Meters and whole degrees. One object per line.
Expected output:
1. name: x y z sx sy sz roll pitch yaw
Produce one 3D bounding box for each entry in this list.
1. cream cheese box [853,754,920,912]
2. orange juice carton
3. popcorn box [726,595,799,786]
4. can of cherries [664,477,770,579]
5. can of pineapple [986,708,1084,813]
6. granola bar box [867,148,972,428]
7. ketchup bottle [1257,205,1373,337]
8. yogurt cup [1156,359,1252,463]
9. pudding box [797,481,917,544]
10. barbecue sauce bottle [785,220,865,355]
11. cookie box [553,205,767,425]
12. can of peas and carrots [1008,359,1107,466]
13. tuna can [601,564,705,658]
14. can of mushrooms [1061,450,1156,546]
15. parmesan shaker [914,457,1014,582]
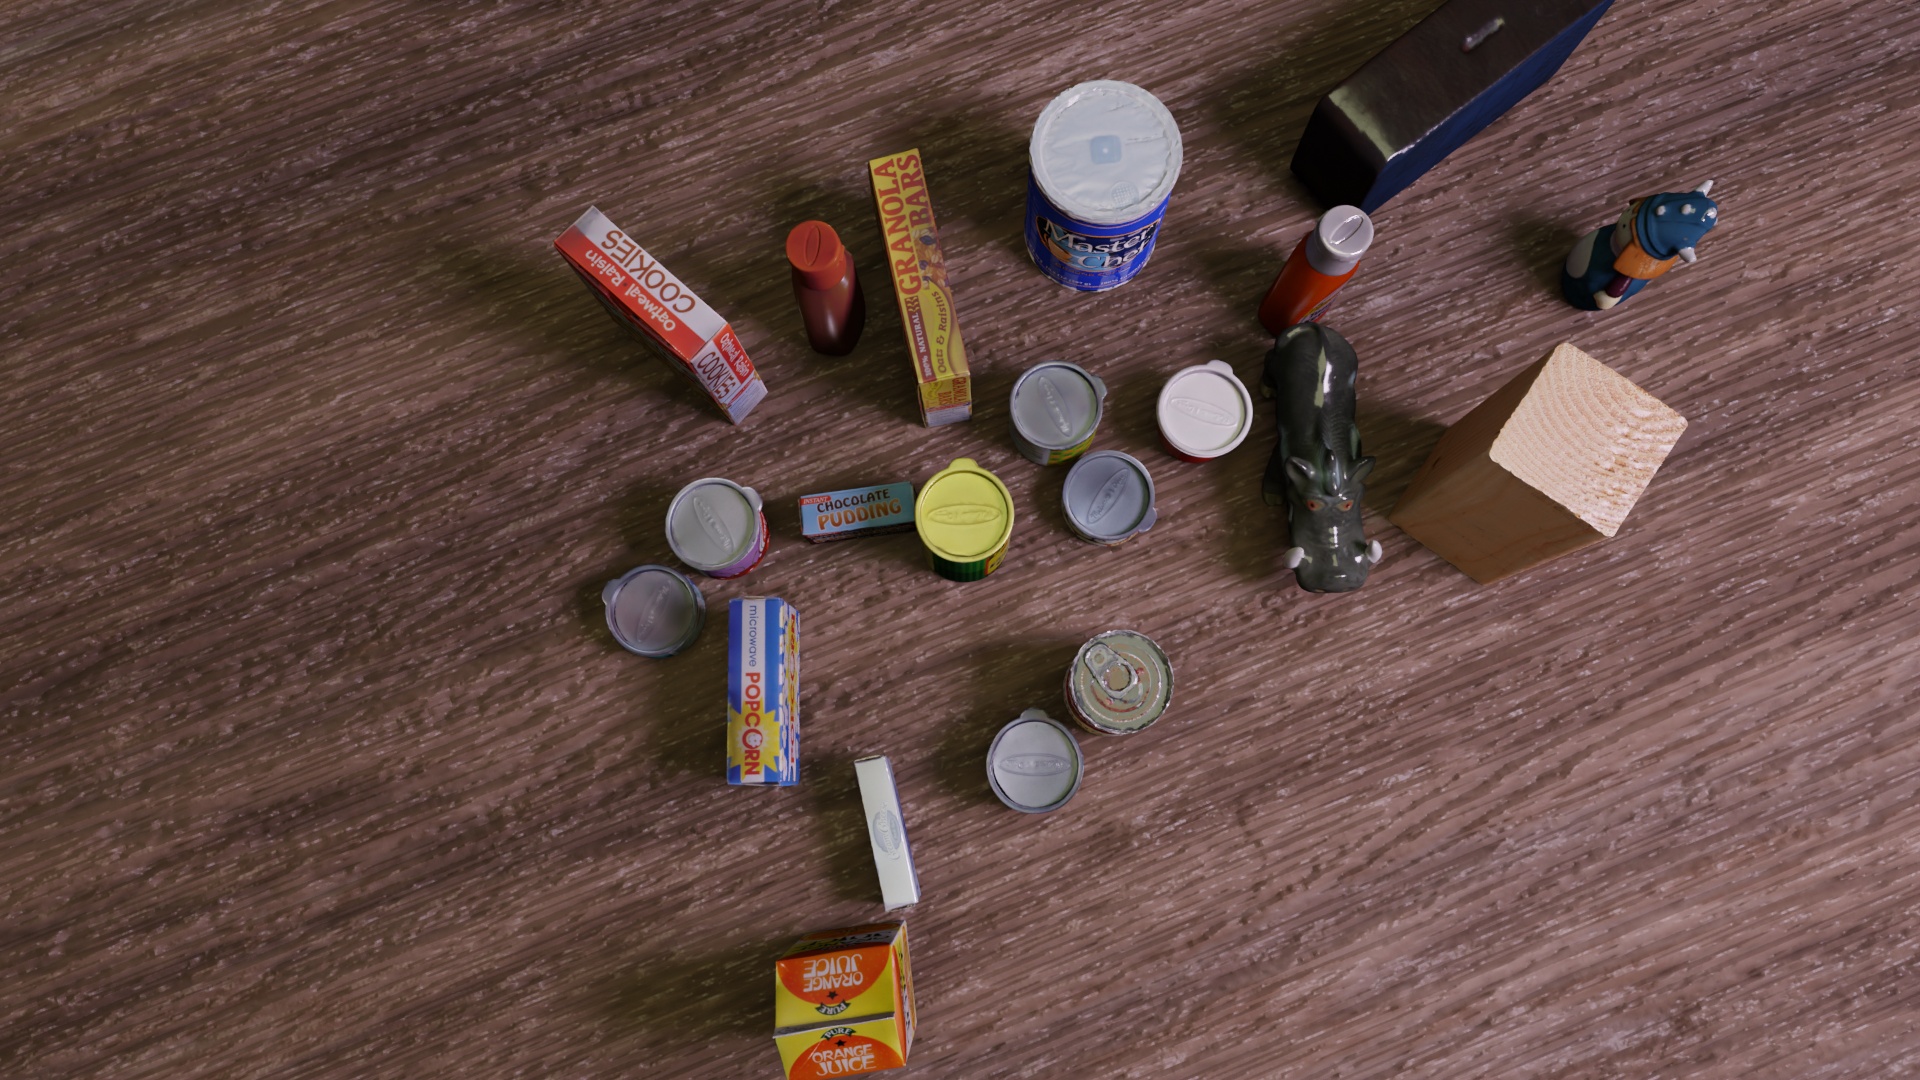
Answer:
1. cream cheese box: -0.050 0.201 0.960 0.024 0.053 0.104 -13 80 -1
2. orange juice carton: -0.070 0.289 0.874 0.072 0.192 0.073 -8 80 0
3. popcorn box: -0.135 0.106 0.962 0.038 0.085 0.127 -1 80 1
4. can of cherries: -0.170 -0.008 0.996 0.071 0.058 0.071 0 80 1
5. can of pineapple: 0.052 0.154 0.965 0.071 0.058 0.071 0 80 1
6. granola bar box: -0.028 -0.175 0.991 0.039 0.124 0.165 -13 80 -1
7. ketchup bottle: 0.252 -0.191 0.978 0.065 0.148 0.043 -42 82 -6
8. yogurt cup: 0.173 -0.088 1.009 0.072 0.054 0.072 0 80 1
9. pudding box: -0.072 -0.019 1.001 0.084 0.049 0.030 -7 80 -1
10. barbecue sauce bottle: -0.095 -0.181 0.981 0.044 0.148 0.065 7 81 2
11. cookie box: -0.204 -0.150 0.967 0.123 0.167 0.040 41 83 7
12. can of peas and carrots: 0.070 -0.093 1.008 0.071 0.058 0.071 0 80 1
13. tuna can: -0.221 0.051 0.999 0.071 0.033 0.071 0 80 1
14. can of mushrooms: 0.108 -0.028 1.009 0.071 0.033 0.071 0 80 1
15. parmesan shaker: 0.003 -0.012 0.972 0.071 0.103 0.071 0 80 1
